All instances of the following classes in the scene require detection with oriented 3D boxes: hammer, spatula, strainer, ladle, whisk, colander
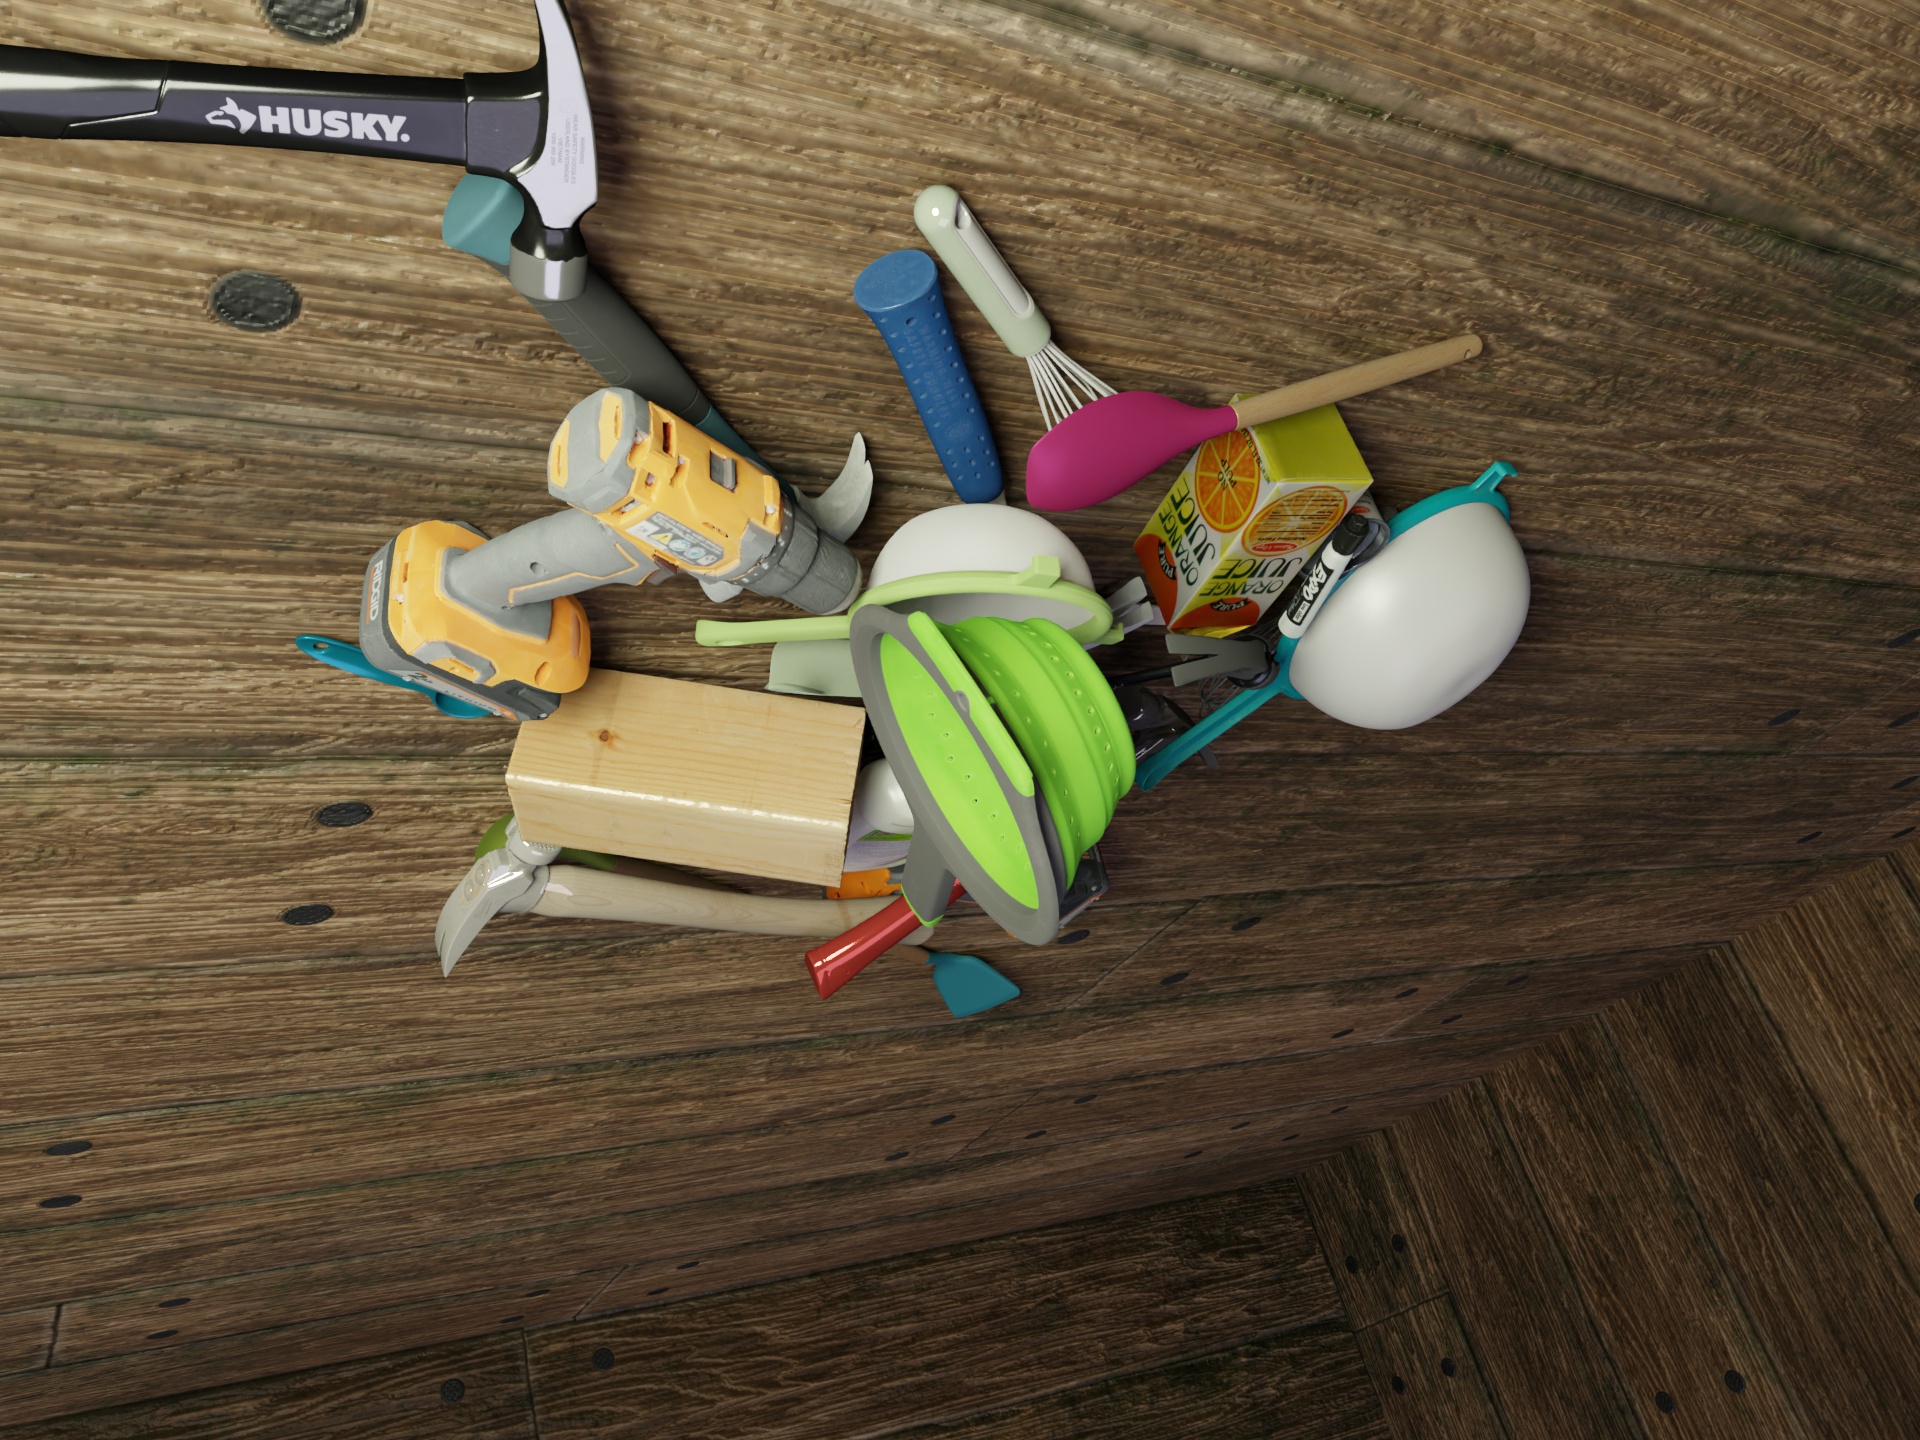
[{"bbox_3d":[0.029,0.103,1.222,0.359,0.037,0.149,-37,148,13],"label":"hammer"},{"bbox_3d":[-0.047,0.241,1.592,0.082,0.044,0.317,-24,151,20],"label":"spatula"},{"bbox_3d":[-0.185,0.148,1.198,0.410,0.038,0.146,13,129,-43],"label":"hammer"},{"bbox_3d":[-0.038,-0.082,0.925,0.256,0.069,0.151,-3,168,20],"label":"strainer"},{"bbox_3d":[-0.254,0.126,1.244,0.078,0.062,0.320,-34,152,16],"label":"ladle"},{"bbox_3d":[0.021,-0.133,0.946,0.144,0.035,0.405,-18,153,6],"label":"hammer"},{"bbox_3d":[0.247,-0.075,1.183,0.055,0.055,0.239,1,143,-33],"label":"whisk"},{"bbox_3d":[0.040,-0.197,0.835,0.059,0.058,0.246,2,159,30],"label":"whisk"},{"bbox_3d":[0.286,-0.026,1.148,0.340,0.095,0.210,-35,152,-5],"label":"strainer"},{"bbox_3d":[0.021,0.041,0.937,0.094,0.205,0.396,-29,164,-16],"label":"colander"},{"bbox_3d":[-0.299,-0.226,0.565,0.334,0.035,0.146,-3,135,-19],"label":"hammer"},{"bbox_3d":[-0.002,-0.003,1.058,0.409,0.036,0.149,-12,175,23],"label":"hammer"},{"bbox_3d":[-0.147,-0.160,0.800,0.128,0.033,0.330,-23,152,12],"label":"hammer"}]

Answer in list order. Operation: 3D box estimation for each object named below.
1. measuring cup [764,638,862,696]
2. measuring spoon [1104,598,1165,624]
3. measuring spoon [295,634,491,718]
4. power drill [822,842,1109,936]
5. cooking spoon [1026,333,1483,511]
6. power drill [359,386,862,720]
[{"bbox_3d":[-0.092,-0.035,0.989,0.083,0.038,0.167,4,-179,8],"label":"measuring cup"},{"bbox_3d":[0.135,-0.081,1.143,0.124,0.018,0.034,4,141,-24],"label":"measuring spoon"},{"bbox_3d":[-0.333,-0.034,0.948,0.128,0.021,0.042,23,133,-39],"label":"measuring spoon"},{"bbox_3d":[0.014,0.126,1.379,0.226,0.084,0.164,6,144,-32],"label":"power drill"},{"bbox_3d":[0.176,-0.180,0.913,0.319,0.017,0.068,-20,135,-21],"label":"cooking spoon"},{"bbox_3d":[-0.181,-0.075,0.840,0.226,0.084,0.185,-23,148,31],"label":"power drill"}]
